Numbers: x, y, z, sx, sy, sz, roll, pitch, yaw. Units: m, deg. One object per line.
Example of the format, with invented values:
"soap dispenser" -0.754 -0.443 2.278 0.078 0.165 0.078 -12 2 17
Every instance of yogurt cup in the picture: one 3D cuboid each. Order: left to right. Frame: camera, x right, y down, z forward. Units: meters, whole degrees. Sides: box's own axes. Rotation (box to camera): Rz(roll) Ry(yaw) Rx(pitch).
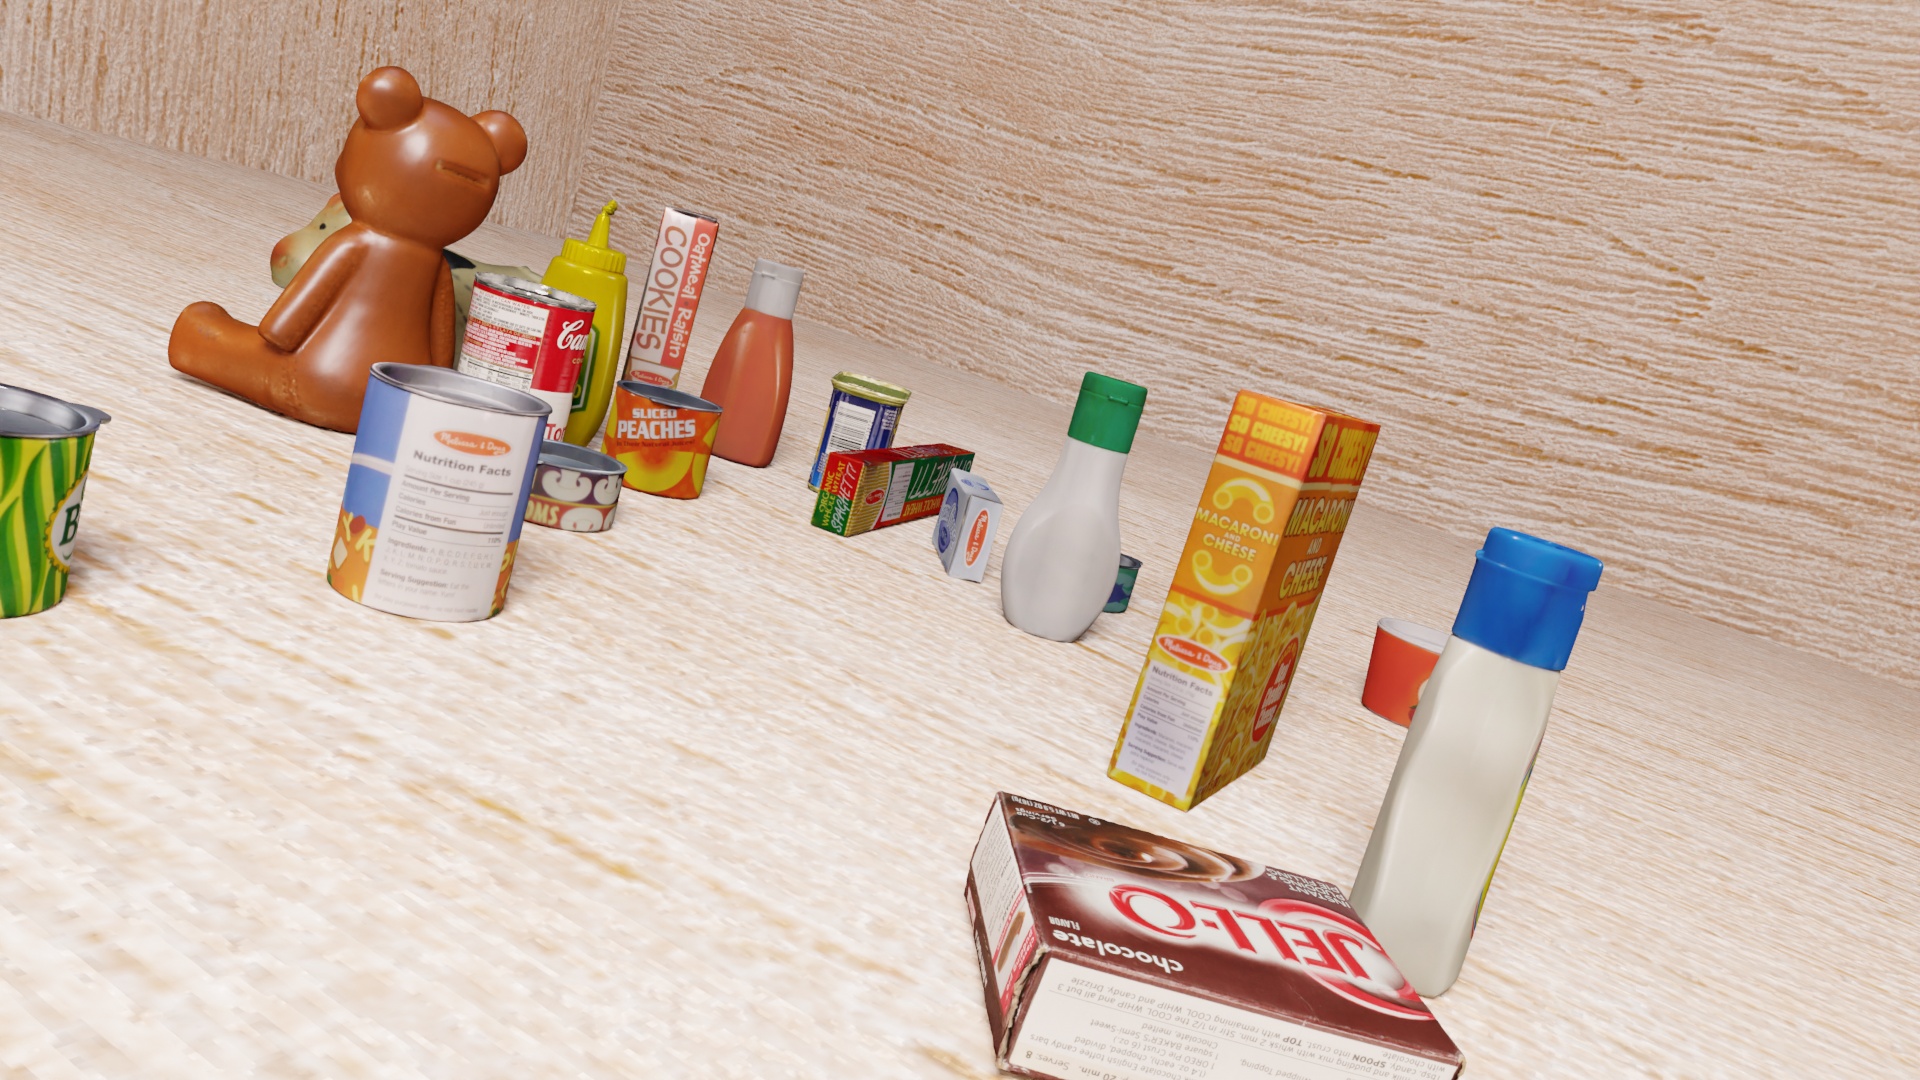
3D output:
"yogurt cup" 0.276 0.082 0.834 0.072 0.054 0.072 16 10 -3

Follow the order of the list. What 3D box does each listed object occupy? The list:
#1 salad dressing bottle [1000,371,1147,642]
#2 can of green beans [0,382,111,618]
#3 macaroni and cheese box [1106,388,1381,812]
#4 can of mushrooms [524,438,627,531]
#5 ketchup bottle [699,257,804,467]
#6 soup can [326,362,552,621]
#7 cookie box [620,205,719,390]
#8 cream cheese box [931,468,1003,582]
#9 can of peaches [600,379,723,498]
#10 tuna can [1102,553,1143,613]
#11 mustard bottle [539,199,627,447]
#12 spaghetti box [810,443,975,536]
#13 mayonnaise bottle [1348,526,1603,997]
"salad dressing bottle" 0.066 -0.019 0.774 0.064 0.147 0.044 16 10 -7
"can of green beans" -0.300 -0.014 0.414 0.071 0.057 0.071 16 10 -3
"macaroni and cheese box" 0.124 0.022 0.596 0.040 0.166 0.124 21 11 24
"can of mushrooms" -0.209 -0.030 0.712 0.071 0.033 0.071 16 10 -3
"ketchup bottle" -0.152 -0.132 1.027 0.065 0.148 0.043 19 10 11
"soup can" -0.200 -0.020 0.531 0.071 0.083 0.071 16 10 -3
"cookie box" -0.214 -0.156 1.002 0.040 0.167 0.123 14 10 -15
"cream cheese box" 0.003 -0.011 0.898 0.024 0.053 0.104 15 10 -10
"can of peaches" -0.185 -0.061 0.851 0.071 0.058 0.071 16 10 -3
"tuna can" 0.084 0.022 0.910 0.071 0.032 0.071 16 10 -3
"mustard bottle" -0.244 -0.138 0.878 0.065 0.160 0.049 16 10 -6
"spaghetti box" -0.042 -0.040 0.989 0.029 0.050 0.250 19 10 14
"mayonnaise bottle" 0.167 0.071 0.456 0.041 0.147 0.065 20 10 18
